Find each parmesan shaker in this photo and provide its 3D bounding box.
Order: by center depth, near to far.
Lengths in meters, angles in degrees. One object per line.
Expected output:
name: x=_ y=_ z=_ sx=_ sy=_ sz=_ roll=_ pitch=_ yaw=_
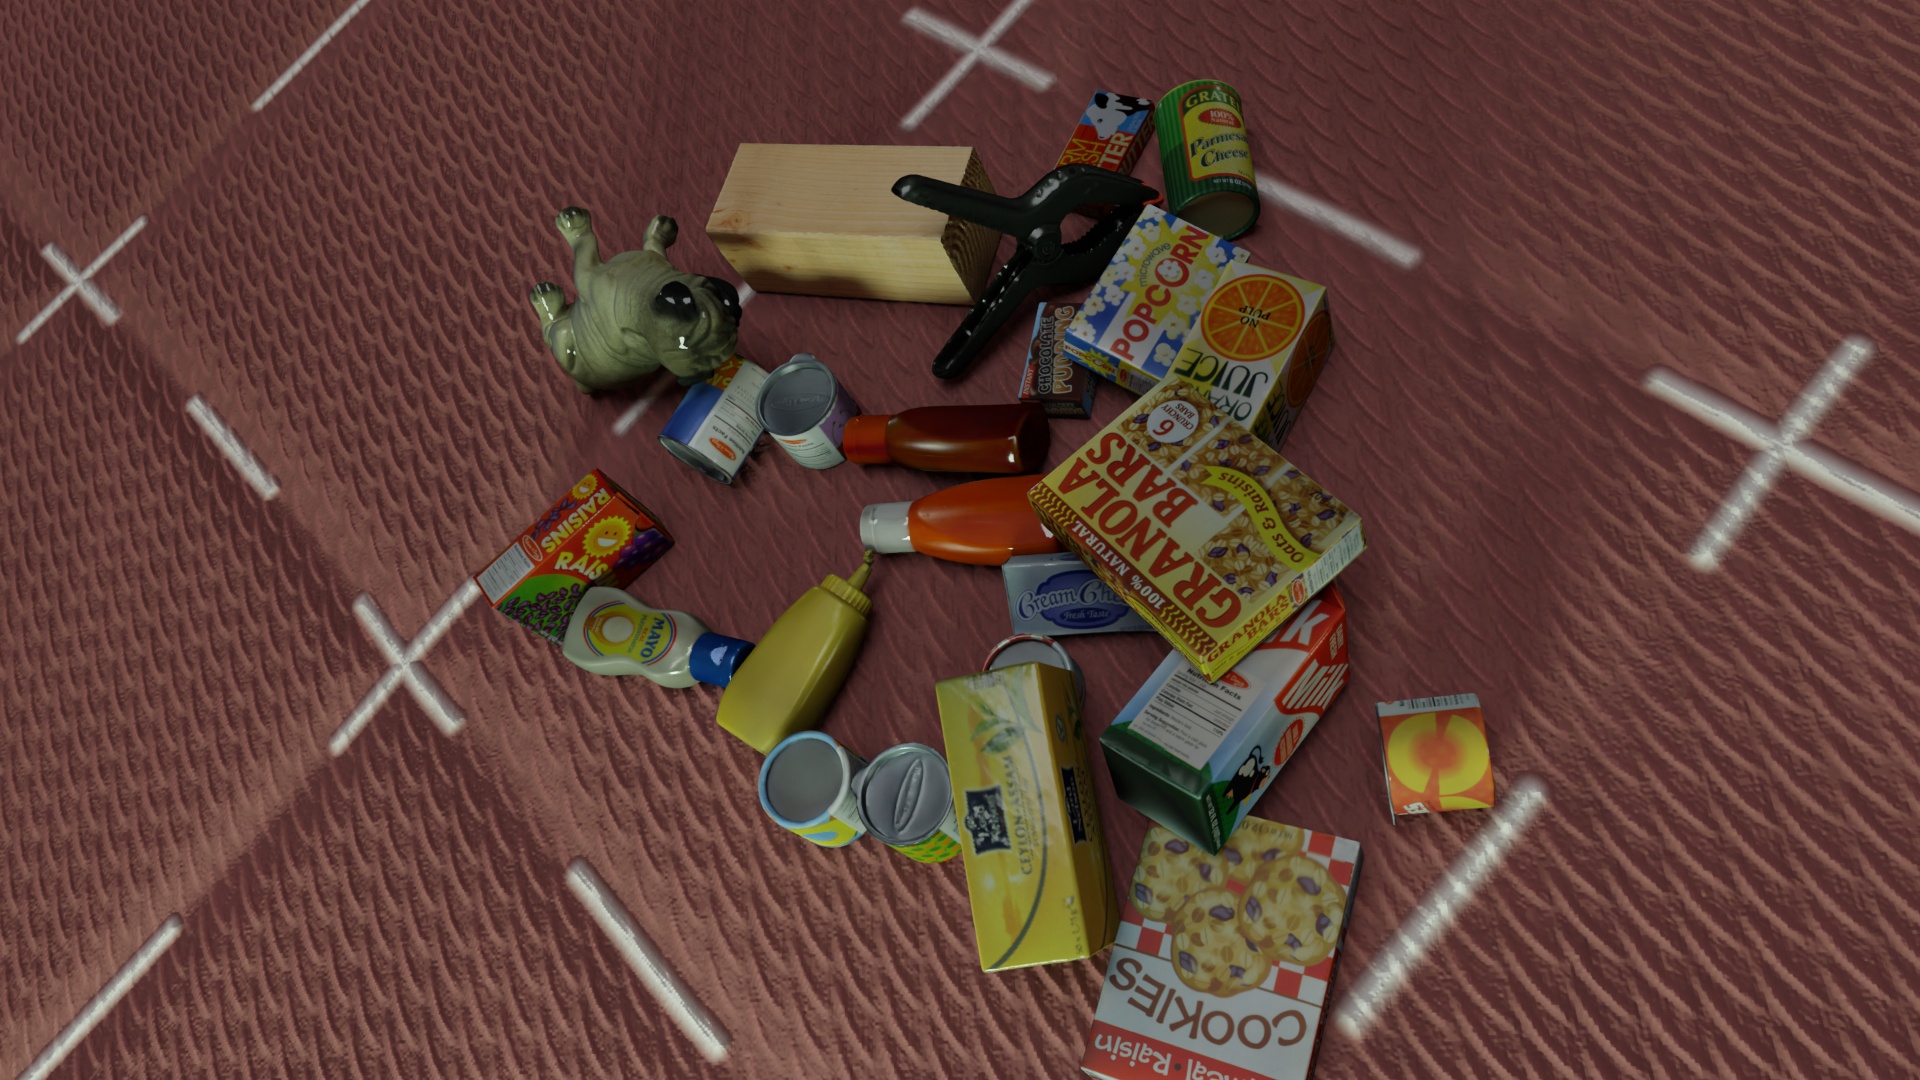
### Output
parmesan shaker: x=0.185 y=-0.280 z=1.032 sx=0.071 sy=0.071 sz=0.103 roll=-12 pitch=63 yaw=15

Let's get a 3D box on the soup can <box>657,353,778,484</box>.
soup can: x=-0.186 y=-0.096 z=1.077 sx=0.071 sy=0.071 sz=0.084 roll=23 pitch=75 yaw=28

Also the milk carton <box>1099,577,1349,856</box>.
milk carton: x=0.173 y=0.085 z=0.833 sx=0.073 sy=0.072 sz=0.191 roll=27 pitch=64 yaw=35

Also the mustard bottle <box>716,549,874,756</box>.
mustard bottle: x=-0.103 y=0.075 z=0.973 sx=0.065 sy=0.048 sz=0.160 roll=29 pitch=77 yaw=27

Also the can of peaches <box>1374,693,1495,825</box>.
can of peaches: x=0.274 y=0.126 z=0.804 sx=0.058 sy=0.071 sz=0.071 roll=-9 pitch=63 yaw=15

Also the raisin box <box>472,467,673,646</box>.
raisin box: x=-0.290 y=0.014 z=1.049 sx=0.123 sy=0.086 sz=0.040 roll=-43 pitch=58 yaw=-3

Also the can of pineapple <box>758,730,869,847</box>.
can of pineapple: x=-0.095 y=0.165 z=0.921 sx=0.071 sy=0.057 sz=0.071 roll=-8 pitch=64 yaw=17

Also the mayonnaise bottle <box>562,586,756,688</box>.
mayonnaise bottle: x=-0.218 y=0.077 z=1.018 sx=0.148 sy=0.041 sz=0.065 roll=11 pitch=70 yaw=25

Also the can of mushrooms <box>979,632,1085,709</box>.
can of mushrooms: x=0.045 y=0.097 z=0.918 sx=0.071 sy=0.033 sz=0.071 roll=-8 pitch=64 yaw=16

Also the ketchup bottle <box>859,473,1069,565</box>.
ketchup bottle: x=0.003 y=-0.012 z=0.979 sx=0.149 sy=0.043 sz=0.065 roll=-3 pitch=57 yaw=19

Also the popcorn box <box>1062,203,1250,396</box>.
popcorn box: x=0.139 y=-0.168 z=0.989 sx=0.085 sy=0.038 sz=0.127 roll=29 pitch=71 yaw=11

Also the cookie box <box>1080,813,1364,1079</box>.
cookie box: x=0.153 y=0.244 z=0.805 sx=0.123 sy=0.040 sz=0.168 roll=10 pitch=69 yaw=24

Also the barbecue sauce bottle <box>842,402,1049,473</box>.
barbecue sauce bottle: x=-0.014 y=-0.074 z=1.011 sx=0.148 sy=0.043 sz=0.065 roll=1 pitch=29 yaw=26

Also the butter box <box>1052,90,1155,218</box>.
butter box: x=0.110 y=-0.304 z=1.093 sx=0.053 sy=0.024 sz=0.104 roll=20 pitch=73 yaw=27

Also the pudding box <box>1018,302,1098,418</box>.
pudding box: x=0.076 y=-0.133 z=1.019 sx=0.049 sy=0.030 sz=0.084 roll=5 pitch=67 yaw=22

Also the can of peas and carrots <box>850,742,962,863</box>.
can of peas and carrots: x=-0.028 y=0.170 z=0.895 sx=0.071 sy=0.058 sz=0.071 roll=-8 pitch=63 yaw=17

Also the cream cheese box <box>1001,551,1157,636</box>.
cream cheese box: x=0.083 y=0.035 z=0.925 sx=0.104 sy=0.024 sz=0.053 roll=-4 pitch=105 yaw=18

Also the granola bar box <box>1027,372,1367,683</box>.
granola bar box: x=0.139 y=-0.012 z=0.836 sx=0.124 sy=0.039 sz=0.166 roll=-40 pitch=53 yaw=-6

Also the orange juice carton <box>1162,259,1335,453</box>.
orange juice carton: x=0.177 y=-0.086 z=0.936 sx=0.073 sy=0.071 sz=0.193 roll=23 pitch=75 yaw=28

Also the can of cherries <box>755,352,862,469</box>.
can of cherries: x=-0.112 y=-0.098 z=1.054 sx=0.071 sy=0.058 sz=0.072 roll=-9 pitch=63 yaw=17
